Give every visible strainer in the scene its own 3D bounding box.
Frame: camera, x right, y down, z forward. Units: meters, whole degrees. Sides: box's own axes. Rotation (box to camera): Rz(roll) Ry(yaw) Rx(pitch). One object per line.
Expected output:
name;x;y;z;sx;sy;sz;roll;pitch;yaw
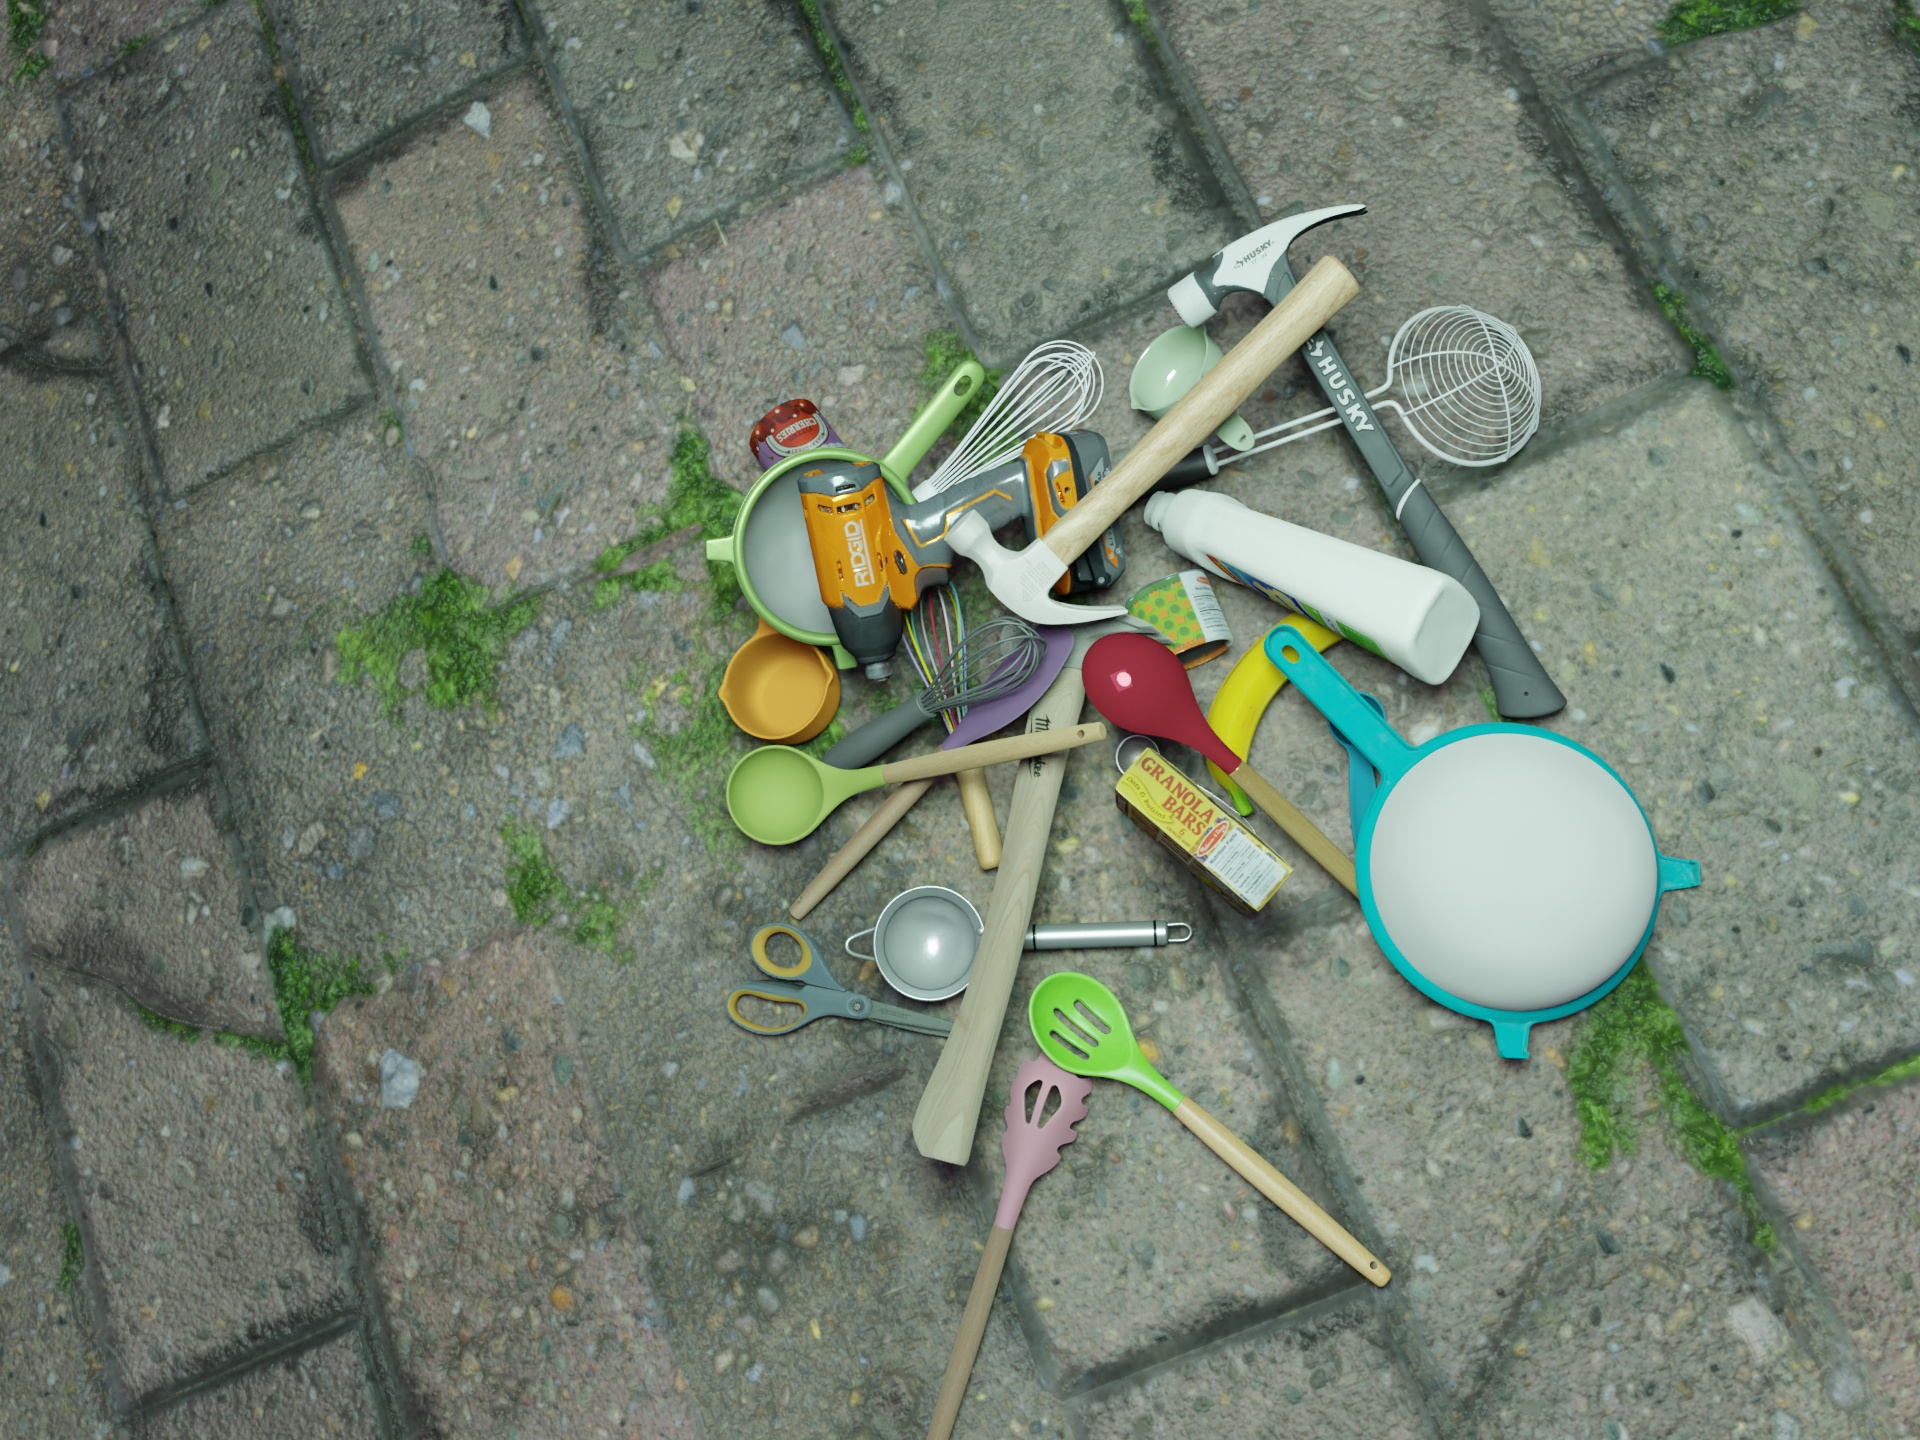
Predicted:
strainer;0.044;0.165;1.195;0.258;0.050;0.087;-3;85;8
strainer;0.338;0.052;1.084;0.211;0.095;0.340;-43;82;-6
strainer;-0.074;-0.178;1.237;0.151;0.069;0.256;40;87;-20

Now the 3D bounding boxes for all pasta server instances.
pasta server;0.025;0.394;1.160;0.060;0.040;0.316;17;87;17

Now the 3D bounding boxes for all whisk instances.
whisk;-0.002;-0.201;1.275;0.284;0.070;0.070;-40;72;8
whisk;0.000;-0.004;1.242;0.051;0.047;0.245;-18;79;22
whisk;-0.028;-0.011;1.202;0.239;0.055;0.055;-33;71;35

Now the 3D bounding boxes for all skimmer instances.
skimmer;0.258;-0.215;1.226;0.363;0.090;0.127;-17;81;21

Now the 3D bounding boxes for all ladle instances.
ladle;0.211;0.052;1.125;0.315;0.031;0.069;42;77;-6
ladle;-0.040;0.036;1.179;0.320;0.062;0.078;-12;84;32

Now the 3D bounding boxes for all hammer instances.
hammer;0.150;-0.196;1.125;0.331;0.031;0.130;-43;101;7
hammer;0.048;0.114;1.146;0.146;0.038;0.411;-1;68;44
hammer;0.316;-0.180;1.145;0.149;0.036;0.409;-32;89;21

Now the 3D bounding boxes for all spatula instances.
spatula;-0.026;0.043;1.213;0.316;0.018;0.060;-46;40;15

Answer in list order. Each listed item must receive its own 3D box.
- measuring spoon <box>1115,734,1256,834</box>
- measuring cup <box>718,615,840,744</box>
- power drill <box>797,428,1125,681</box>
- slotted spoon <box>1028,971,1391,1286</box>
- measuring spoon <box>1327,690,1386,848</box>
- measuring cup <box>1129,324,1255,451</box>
measuring spoon;0.172;0.054;1.202;0.124;0.018;0.034;36;102;11
measuring cup;-0.144;-0.064;1.284;0.095;0.052;0.174;-10;75;12
power drill;0.003;-0.126;1.193;0.226;0.084;0.164;-13;105;-10
slotted spoon;0.176;0.294;1.140;0.314;0.031;0.070;38;66;16
measuring spoon;0.296;0.043;1.173;0.042;0.021;0.128;-5;87;13
measuring cup;0.188;-0.240;1.207;0.083;0.038;0.168;-48;41;16
